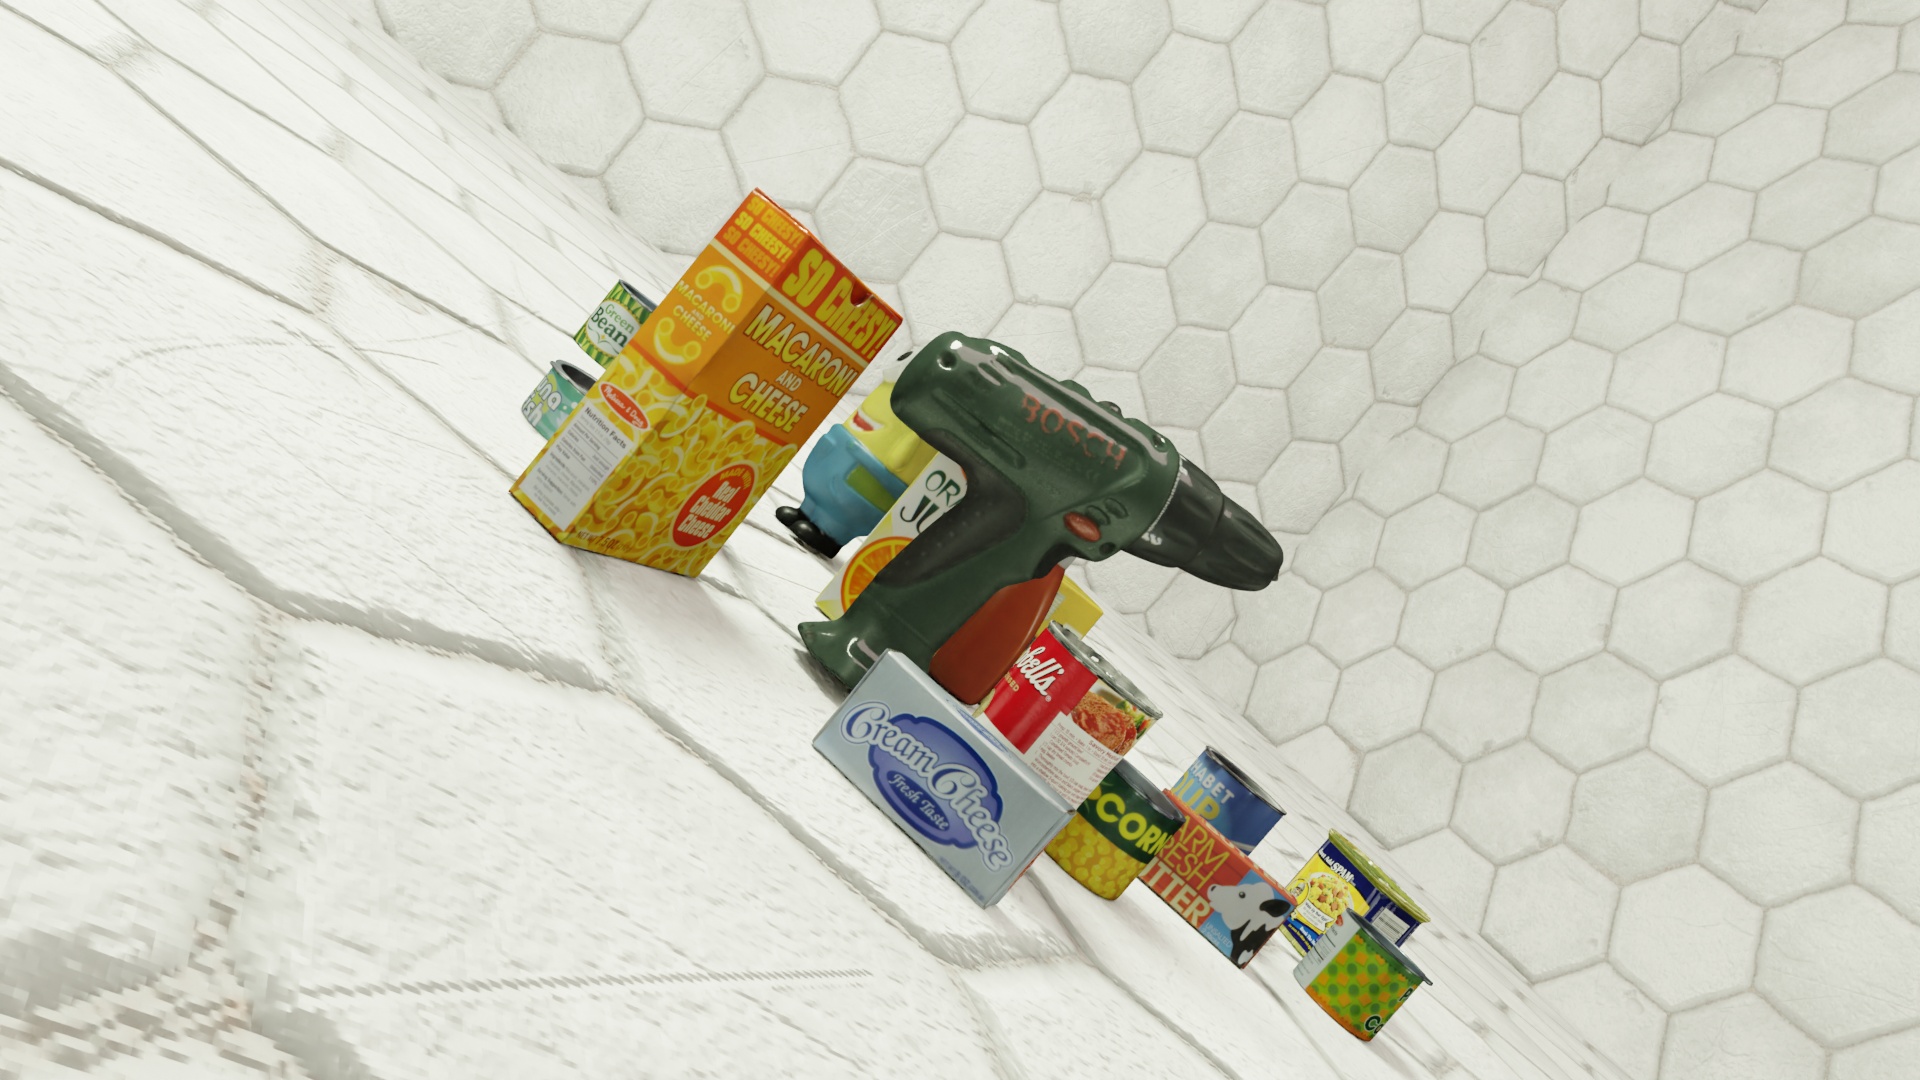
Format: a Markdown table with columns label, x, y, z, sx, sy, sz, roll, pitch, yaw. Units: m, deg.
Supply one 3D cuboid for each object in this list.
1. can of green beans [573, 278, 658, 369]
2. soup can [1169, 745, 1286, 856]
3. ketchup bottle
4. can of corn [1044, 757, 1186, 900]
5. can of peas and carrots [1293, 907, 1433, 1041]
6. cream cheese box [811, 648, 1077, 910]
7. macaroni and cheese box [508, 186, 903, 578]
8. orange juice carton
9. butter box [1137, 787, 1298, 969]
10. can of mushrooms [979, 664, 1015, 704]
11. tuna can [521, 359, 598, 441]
| label | x | y | z | sx | sy | sz | roll | pitch | yaw |
| --- | --- | --- | --- | --- | --- | --- | --- | --- | --- |
| can of green beans | -0.254 | -0.158 | 1.070 | 0.071 | 0.058 | 0.071 | 40 | 4 | -3 |
| soup can | 0.158 | 0.185 | 0.907 | 0.071 | 0.083 | 0.071 | 40 | 4 | -3 |
| ketchup bottle | 0.033 | 0.036 | 0.928 | 0.065 | 0.148 | 0.043 | 40 | 4 | 6 |
| can of corn | 0.078 | 0.151 | 0.746 | 0.071 | 0.058 | 0.071 | 40 | 4 | -3 |
| can of peas and carrots | 0.268 | 0.292 | 0.928 | 0.071 | 0.058 | 0.071 | 40 | 4 | -3 |
| cream cheese box | -0.008 | 0.099 | 0.582 | 0.104 | 0.053 | 0.024 | 41 | 4 | 15 |
| macaroni and cheese box | -0.108 | -0.064 | 0.633 | 0.040 | 0.166 | 0.123 | 41 | 4 | 18 |
| orange juice carton | 0.003 | -0.011 | 0.863 | 0.073 | 0.192 | 0.072 | 41 | 4 | 8 |
| butter box | 0.147 | 0.203 | 0.840 | 0.103 | 0.053 | 0.024 | 41 | 4 | 11 |
| can of mushrooms | 0.041 | 0.114 | 0.976 | 0.071 | 0.033 | 0.071 | 40 | 4 | -3 |
| tuna can | -0.201 | -0.065 | 0.744 | 0.071 | 0.033 | 0.071 | 40 | 4 | -3 |
